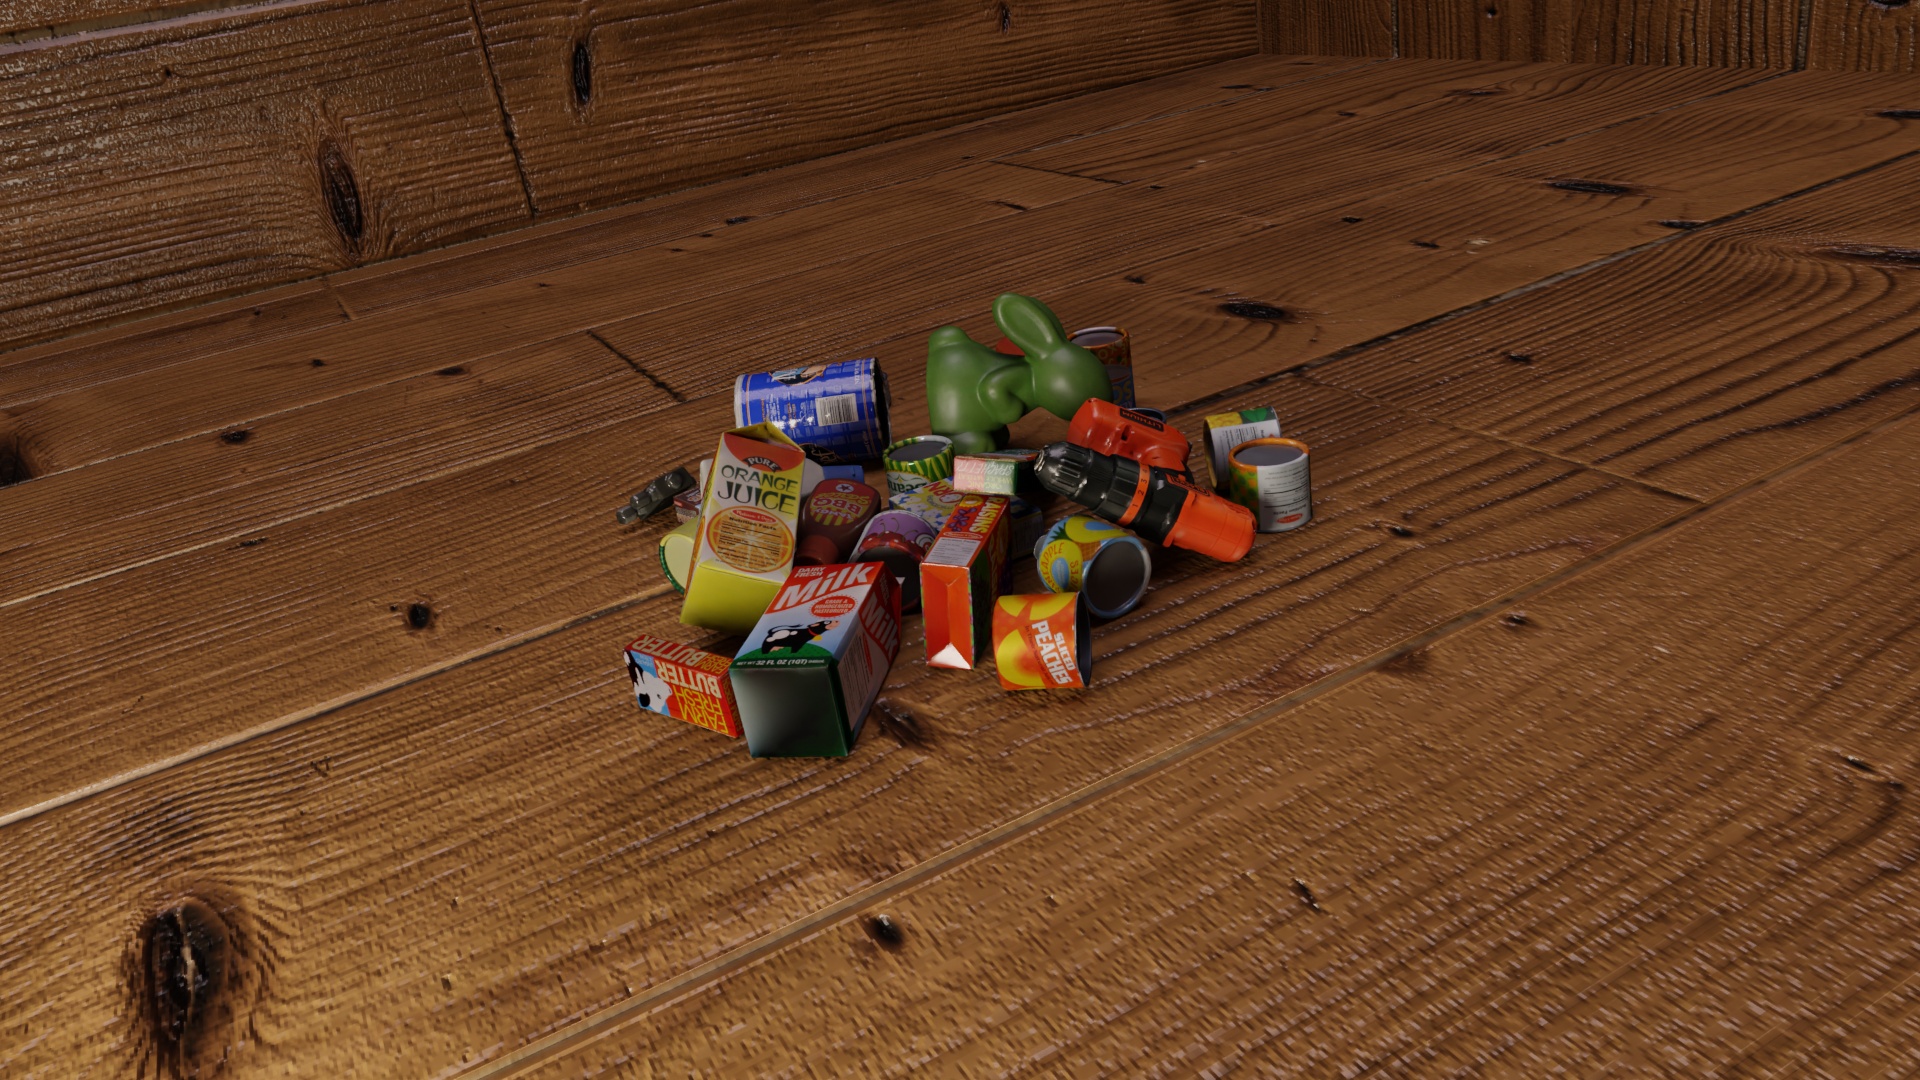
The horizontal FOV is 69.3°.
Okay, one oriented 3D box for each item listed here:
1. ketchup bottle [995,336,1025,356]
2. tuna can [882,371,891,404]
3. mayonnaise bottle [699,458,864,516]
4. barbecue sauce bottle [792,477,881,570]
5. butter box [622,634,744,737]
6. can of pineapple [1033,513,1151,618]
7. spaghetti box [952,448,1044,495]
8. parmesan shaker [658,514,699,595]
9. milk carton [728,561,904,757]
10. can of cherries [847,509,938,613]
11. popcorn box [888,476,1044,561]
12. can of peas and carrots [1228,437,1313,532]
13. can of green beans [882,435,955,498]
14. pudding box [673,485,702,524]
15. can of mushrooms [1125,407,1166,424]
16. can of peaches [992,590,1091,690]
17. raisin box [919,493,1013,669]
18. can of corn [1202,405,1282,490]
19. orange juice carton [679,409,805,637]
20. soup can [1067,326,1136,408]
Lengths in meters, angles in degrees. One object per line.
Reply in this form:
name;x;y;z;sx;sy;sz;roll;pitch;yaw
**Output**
ketchup bottle;0.090;-0.193;1.529;0.065;0.043;0.149;-16;26;-12
tuna can;-0.114;-0.164;1.552;0.071;0.032;0.071;-8;25;4
mayonnaise bottle;-0.164;-0.049;1.285;0.148;0.041;0.065;-3;48;-14
barbecue sauce bottle;-0.113;-0.005;1.196;0.065;0.043;0.149;10;28;5
butter box;-0.192;0.103;0.985;0.103;0.053;0.024;10;33;36
can of pineapple;0.099;0.019;1.043;0.071;0.070;0.058;-22;28;-26
spaghetti box;0.046;-0.059;1.167;0.050;0.028;0.250;6;6;13
parmesan shaker;-0.201;0.001;1.192;0.071;0.071;0.103;9;31;35
milk carton;-0.095;0.072;0.992;0.072;0.073;0.191;-3;25;15
can of cherries;-0.050;0.017;1.102;0.071;0.071;0.059;-4;25;12
popcorn box;0.004;-0.015;1.183;0.085;0.038;0.127;-20;27;-22
can of peas and carrots;0.253;-0.047;1.140;0.071;0.058;0.071;-7;25;3
can of green beans;-0.035;-0.058;1.266;0.071;0.057;0.071;-8;25;4
pudding box;-0.225;-0.039;1.327;0.084;0.030;0.050;-27;31;-33
can of mushrooms;0.161;-0.099;1.315;0.071;0.033;0.071;-8;25;4
can of peaches;0.056;0.069;0.950;0.058;0.071;0.071;-4;25;14
raisin box;0.006;0.028;1.033;0.040;0.085;0.124;4;27;16
can of corn;0.245;-0.080;1.207;0.058;0.071;0.071;-9;25;2
orange juice carton;-0.172;-0.019;1.119;0.073;0.071;0.194;14;44;-14
soup can;0.142;-0.166;1.405;0.071;0.083;0.071;-8;25;4
